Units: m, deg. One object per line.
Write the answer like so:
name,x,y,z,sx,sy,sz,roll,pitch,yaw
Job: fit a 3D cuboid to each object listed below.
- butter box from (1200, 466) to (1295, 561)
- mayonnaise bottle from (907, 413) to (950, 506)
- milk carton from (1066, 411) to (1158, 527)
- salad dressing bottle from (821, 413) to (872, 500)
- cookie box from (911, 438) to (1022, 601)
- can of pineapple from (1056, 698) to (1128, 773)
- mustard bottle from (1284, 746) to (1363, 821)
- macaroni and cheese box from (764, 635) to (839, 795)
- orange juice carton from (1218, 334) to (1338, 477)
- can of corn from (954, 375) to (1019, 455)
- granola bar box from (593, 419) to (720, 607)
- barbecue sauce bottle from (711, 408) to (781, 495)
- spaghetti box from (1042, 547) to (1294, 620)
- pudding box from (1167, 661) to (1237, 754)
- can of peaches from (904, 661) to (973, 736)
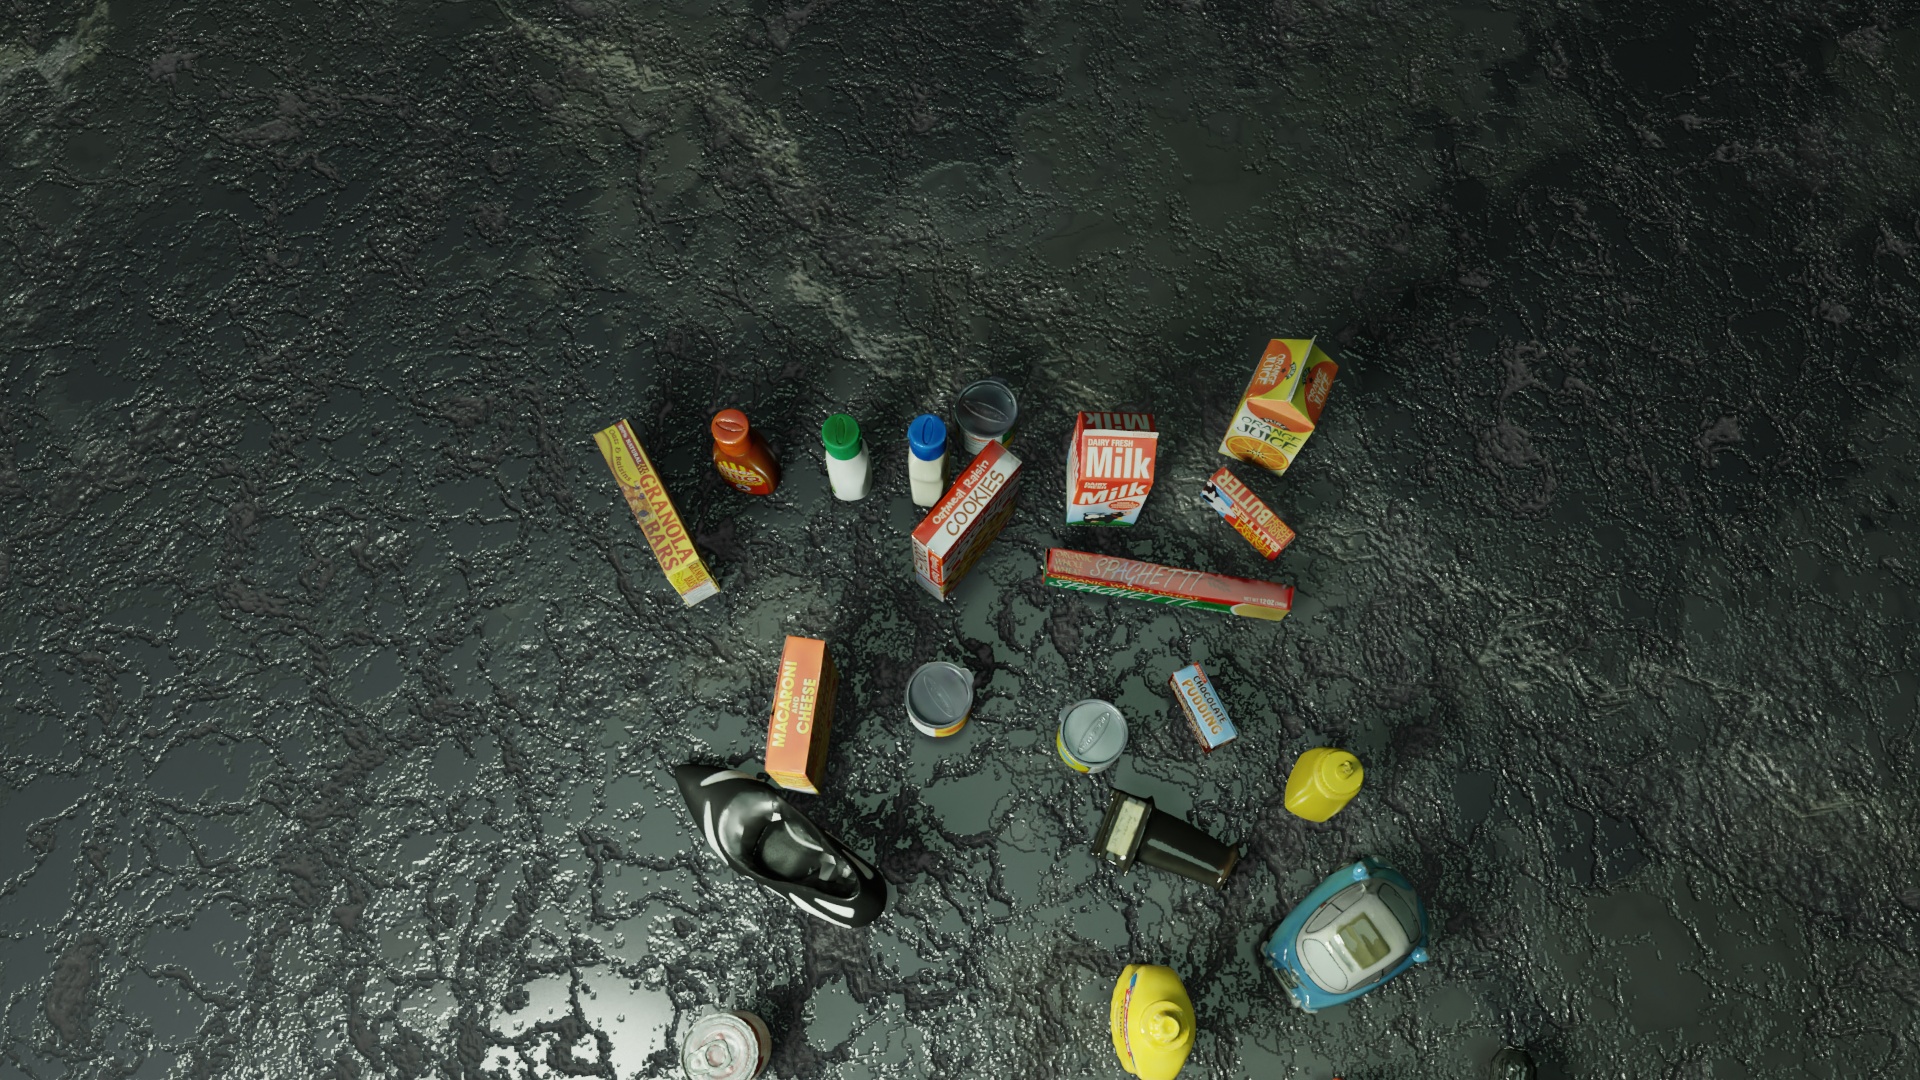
butter box,0.294,-0.027,1.425,0.024,0.053,0.103,-42,78,-11
mayonnaise bottle,-0.031,-0.083,1.390,0.041,0.147,0.065,8,74,2
milk carton,0.147,-0.074,1.367,0.072,0.190,0.073,1,73,0
salad dressing bottle,-0.114,-0.085,1.390,0.044,0.147,0.064,-1,73,0
cookie box,0.005,-0.017,1.360,0.040,0.167,0.123,37,77,10
can of pineapple,0.127,0.190,1.354,0.071,0.057,0.071,0,73,0
mustard bottle,0.342,0.223,1.293,0.049,0.159,0.065,20,74,6
macaroni and cheese box,-0.147,0.167,1.302,0.040,0.166,0.124,7,73,2
orange juice carton,0.320,-0.137,1.386,0.073,0.192,0.072,24,75,7
can of corn,0.028,-0.130,1.452,0.071,0.058,0.071,0,73,0
granola bar box,-0.300,-0.026,1.383,0.039,0.124,0.166,-28,75,-8
barbecue sauce bottle,-0.219,-0.089,1.390,0.065,0.148,0.044,15,74,4
spaghetti box,0.207,0.044,1.404,0.250,0.050,0.029,9,74,2
pudding box,0.238,0.165,1.367,0.030,0.049,0.084,-24,75,-7
can of peaches,-0.019,0.155,1.364,0.071,0.058,0.071,0,73,0
